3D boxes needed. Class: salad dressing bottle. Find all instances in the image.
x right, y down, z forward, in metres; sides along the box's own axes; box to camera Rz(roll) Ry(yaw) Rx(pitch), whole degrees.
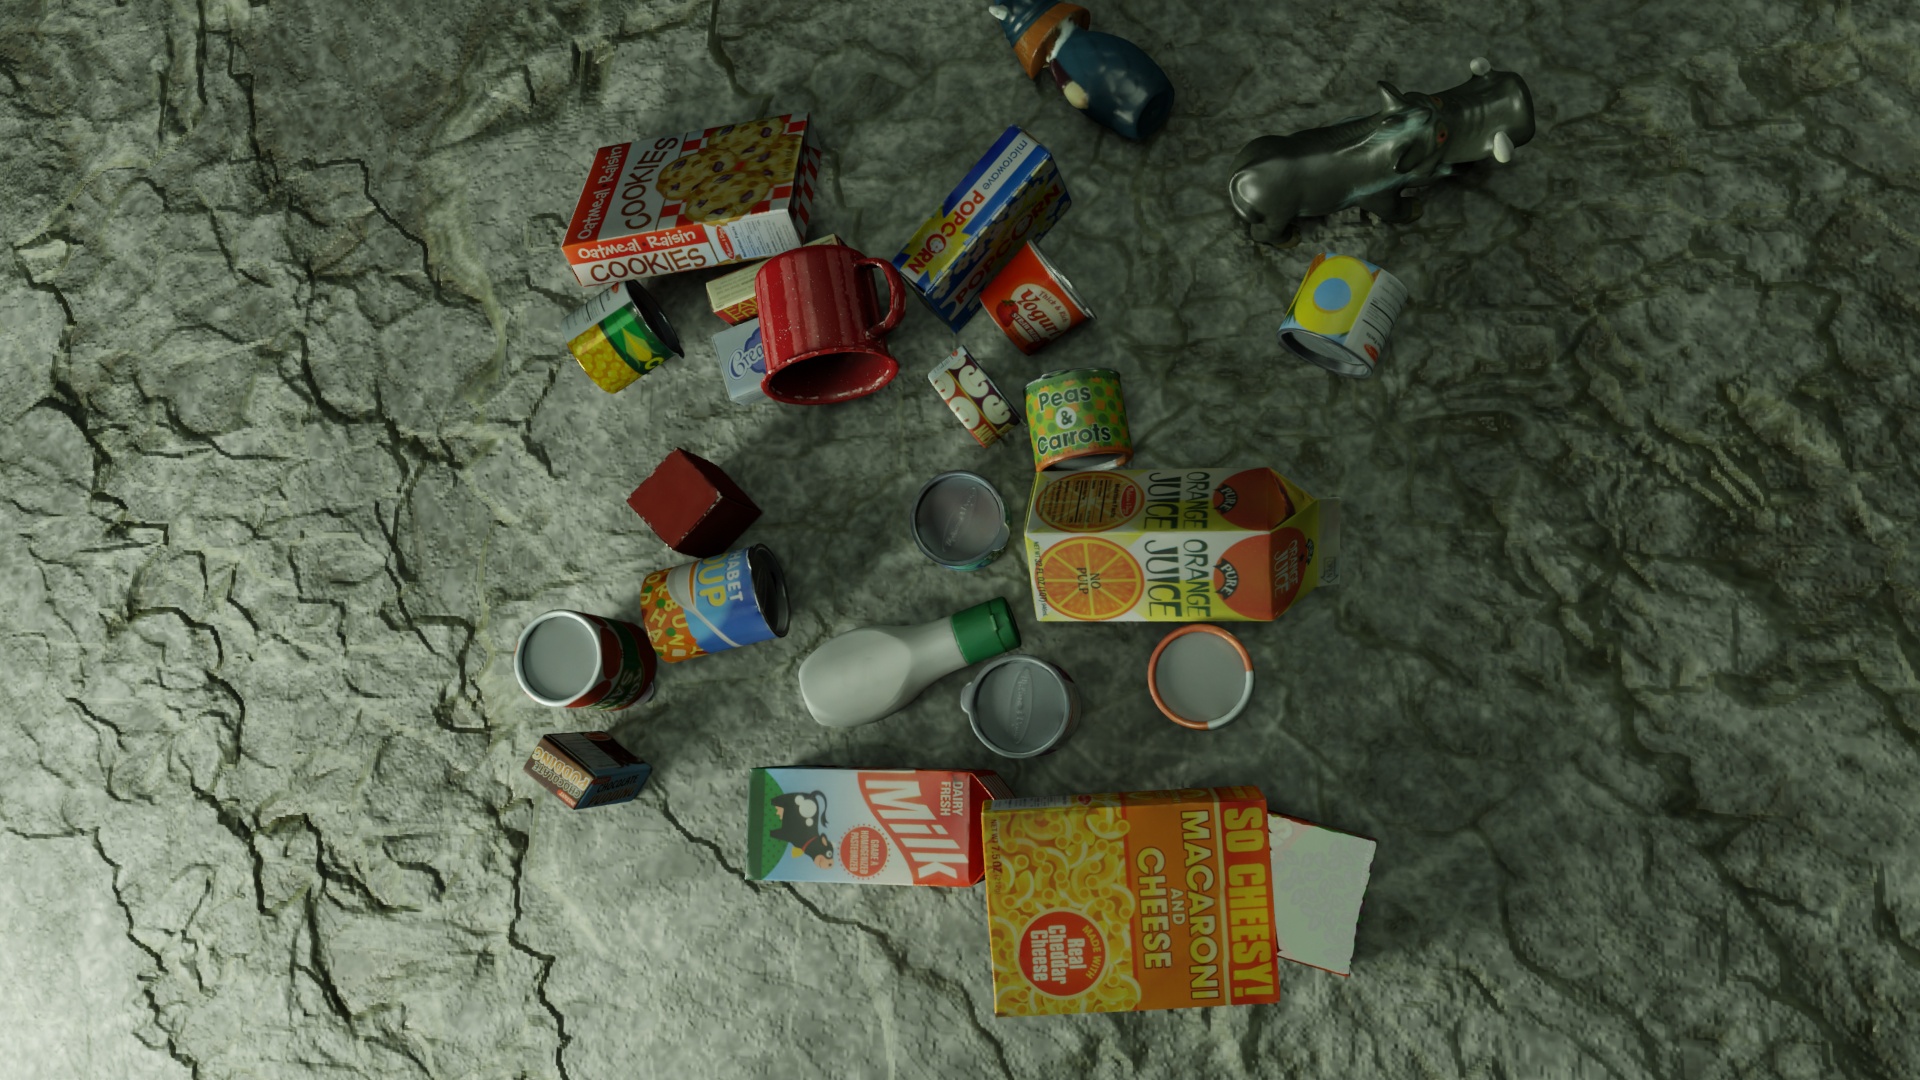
[{"bbox_3d":[-0.033,0.079,0.935,0.147,0.044,0.064,-20,76,7],"label":"salad dressing bottle"}]

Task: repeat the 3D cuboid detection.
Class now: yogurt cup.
[{"bbox_3d":[0.050,-0.163,0.946,0.054,0.072,0.072,-39,75,12],"label":"yogurt cup"}]

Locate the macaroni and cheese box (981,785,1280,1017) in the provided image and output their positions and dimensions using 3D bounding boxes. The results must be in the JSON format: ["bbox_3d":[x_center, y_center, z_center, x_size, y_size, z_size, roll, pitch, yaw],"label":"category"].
[{"bbox_3d":[0.100,0.213,0.828,0.166,0.040,0.123,-4,92,3],"label":"macaroni and cheese box"}]

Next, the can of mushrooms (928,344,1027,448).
[{"bbox_3d":[0.011,-0.095,0.941,0.033,0.071,0.071,-39,76,5],"label":"can of mushrooms"}]

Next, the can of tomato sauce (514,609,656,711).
[{"bbox_3d":[-0.257,0.085,0.960,0.071,0.083,0.071,-2,81,12],"label":"can of tomato sauce"}]

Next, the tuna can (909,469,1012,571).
[{"bbox_3d":[0.003,-0.012,0.946,0.071,0.033,0.071,-2,81,12],"label":"tuna can"}]

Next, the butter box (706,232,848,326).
[{"bbox_3d":[-0.125,-0.185,0.992,0.103,0.053,0.024,-20,81,9],"label":"butter box"}]

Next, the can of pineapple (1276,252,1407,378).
[{"bbox_3d":[0.246,-0.146,0.900,0.071,0.071,0.058,26,87,15],"label":"can of pineapple"}]

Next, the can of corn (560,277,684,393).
[{"bbox_3d":[-0.244,-0.146,1.006,0.058,0.071,0.071,-32,76,7],"label":"can of corn"}]

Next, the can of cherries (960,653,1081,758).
[{"bbox_3d":[0.041,0.107,0.906,0.071,0.058,0.071,-2,82,12],"label":"can of cherries"}]

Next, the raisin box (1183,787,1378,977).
[{"bbox_3d":[0.189,0.211,0.867,0.123,0.040,0.086,13,85,14],"label":"raisin box"}]

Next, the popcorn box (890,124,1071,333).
[{"bbox_3d":[0.016,-0.211,0.949,0.038,0.085,0.126,42,92,16],"label":"popcorn box"}]

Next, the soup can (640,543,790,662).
[{"bbox_3d":[-0.169,0.042,0.955,0.084,0.071,0.071,-14,79,10],"label":"soup can"}]

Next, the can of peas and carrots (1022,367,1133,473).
[{"bbox_3d":[0.078,-0.078,0.922,0.071,0.071,0.059,-11,80,10],"label":"can of peas and carrots"}]

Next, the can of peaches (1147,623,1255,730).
[{"bbox_3d":[0.152,0.087,0.886,0.071,0.058,0.071,-2,81,12],"label":"can of peaches"}]

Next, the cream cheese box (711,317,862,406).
[{"bbox_3d":[-0.123,-0.139,0.998,0.104,0.024,0.053,-20,77,8],"label":"cream cheese box"}]

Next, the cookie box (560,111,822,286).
[{"bbox_3d":[-0.189,-0.244,0.994,0.167,0.040,0.123,-7,48,11],"label":"cookie box"}]

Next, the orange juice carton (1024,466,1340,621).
[{"bbox_3d":[0.142,0.002,0.880,0.193,0.071,0.073,-1,37,12],"label":"orange juice carton"}]

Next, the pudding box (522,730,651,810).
[{"bbox_3d":[-0.253,0.156,0.948,0.050,0.083,0.030,33,92,14],"label":"pudding box"}]

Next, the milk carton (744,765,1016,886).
[{"bbox_3d":[-0.038,0.184,0.903,0.190,0.072,0.073,-1,82,12],"label":"milk carton"}]
